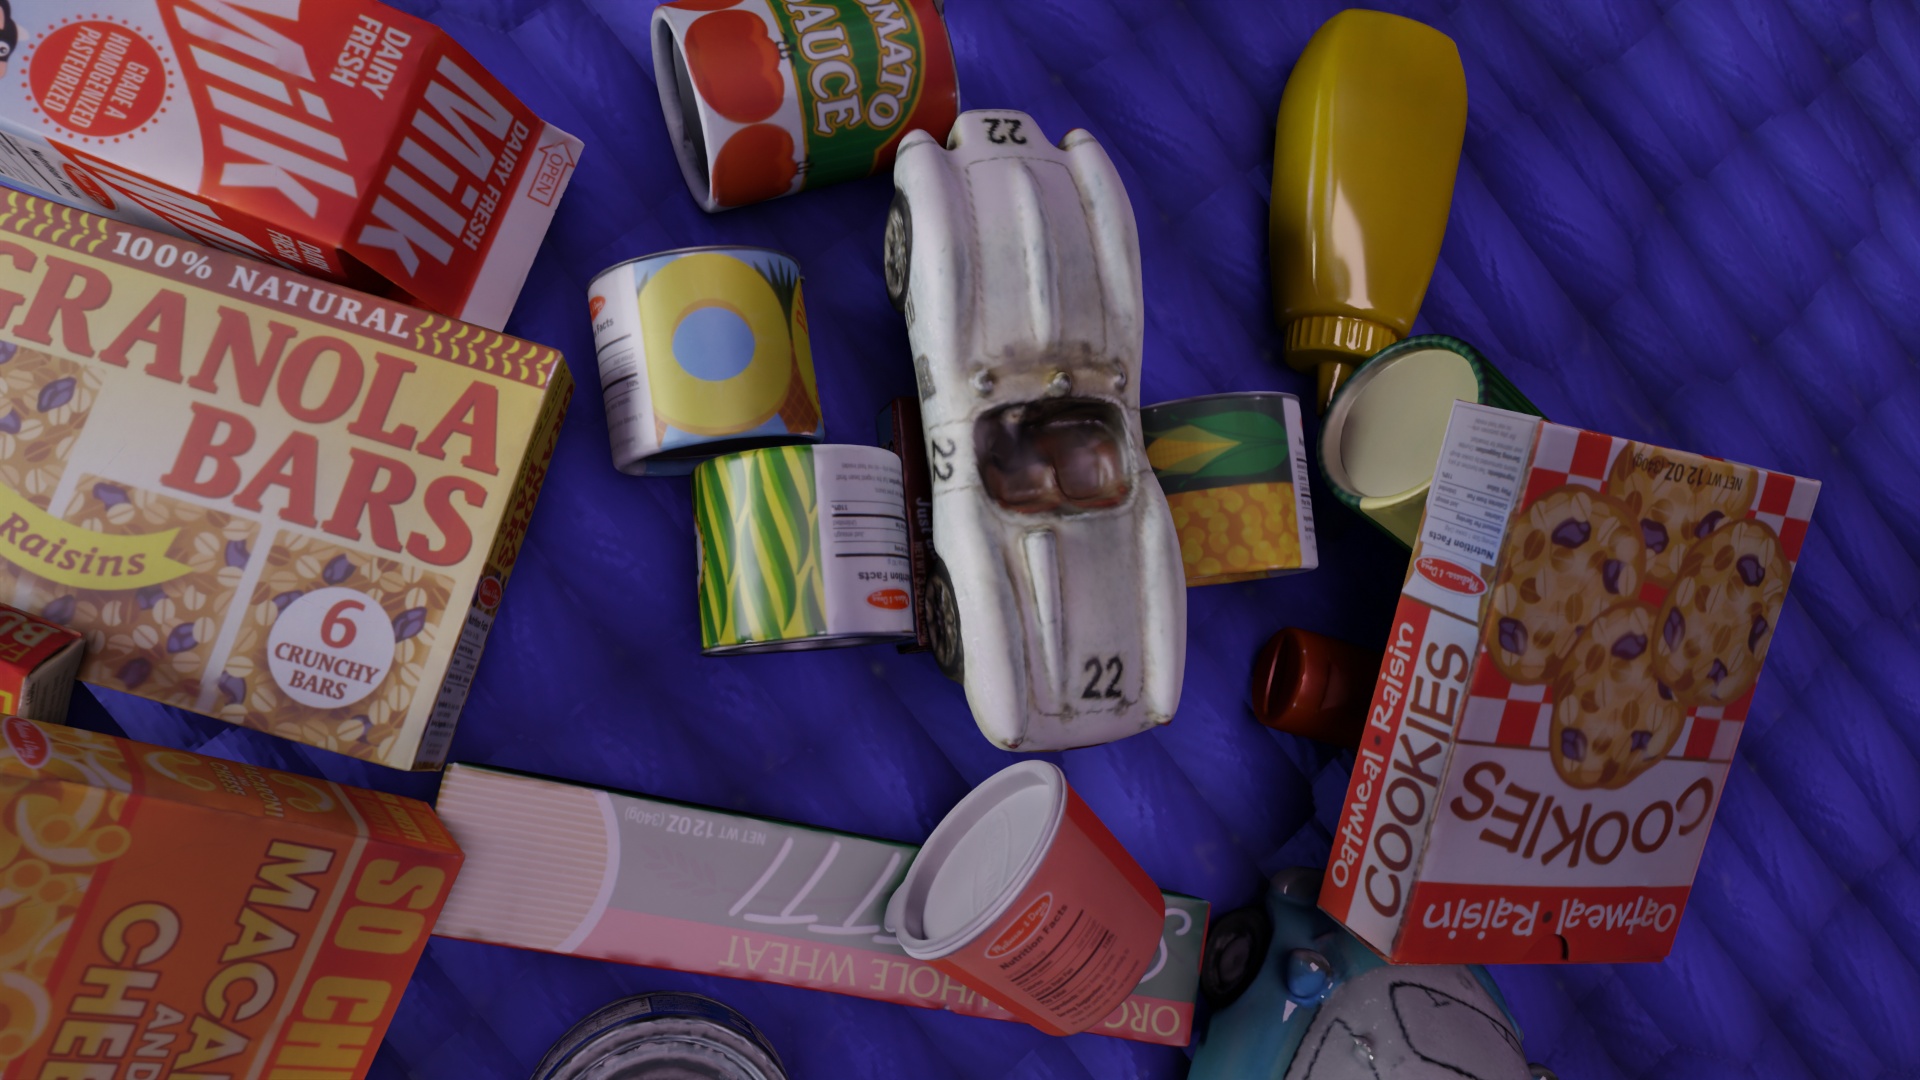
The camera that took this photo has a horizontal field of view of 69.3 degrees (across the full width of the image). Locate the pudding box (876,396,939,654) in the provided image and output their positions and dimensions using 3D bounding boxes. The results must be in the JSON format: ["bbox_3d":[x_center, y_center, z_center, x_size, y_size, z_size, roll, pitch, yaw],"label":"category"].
[{"bbox_3d":[0.002,-0.006,0.465,0.050,0.030,0.084,-3,83,-17],"label":"pudding box"}]

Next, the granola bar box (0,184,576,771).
[{"bbox_3d":[-0.209,-0.016,0.390,0.166,0.039,0.124,16,78,-4],"label":"granola bar box"}]

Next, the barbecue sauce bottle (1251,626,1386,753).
[{"bbox_3d":[0.178,0.066,0.498,0.148,0.043,0.065,16,84,-13],"label":"barbecue sauce bottle"}]

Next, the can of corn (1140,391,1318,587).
[{"bbox_3d":[0.082,-0.015,0.472,0.071,0.071,0.058,-4,84,-16],"label":"can of corn"}]

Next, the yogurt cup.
[{"bbox_3d":[0.023,0.107,0.407,0.054,0.072,0.072,43,74,-15],"label":"yogurt cup"}]

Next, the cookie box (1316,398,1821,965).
[{"bbox_3d":[0.191,0.050,0.437,0.123,0.040,0.167,8,100,-25],"label":"cookie box"}]

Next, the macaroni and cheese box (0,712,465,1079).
[{"bbox_3d":[-0.225,0.108,0.331,0.166,0.040,0.123,25,89,-42],"label":"macaroni and cheese box"}]

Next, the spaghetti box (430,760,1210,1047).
[{"bbox_3d":[-0.040,0.116,0.437,0.250,0.028,0.050,13,78,-14],"label":"spaghetti box"}]

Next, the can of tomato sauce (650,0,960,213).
[{"bbox_3d":[-0.050,-0.147,0.449,0.083,0.071,0.071,-18,88,-17],"label":"can of tomato sauce"}]

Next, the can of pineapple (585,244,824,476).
[{"bbox_3d":[-0.077,-0.054,0.431,0.071,0.071,0.058,-8,86,-17],"label":"can of pineapple"}]

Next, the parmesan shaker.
[{"bbox_3d":[0.181,-0.021,0.479,0.103,0.071,0.071,31,75,-33],"label":"parmesan shaker"}]

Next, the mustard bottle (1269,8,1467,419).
[{"bbox_3d":[0.144,-0.111,0.510,0.065,0.048,0.160,13,80,-11],"label":"mustard bottle"}]

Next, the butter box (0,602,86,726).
[{"bbox_3d":[-0.263,0.059,0.355,0.053,0.024,0.103,22,114,-8],"label":"butter box"}]

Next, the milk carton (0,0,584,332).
[{"bbox_3d":[-0.213,-0.124,0.398,0.190,0.073,0.072,21,77,-12],"label":"milk carton"}]

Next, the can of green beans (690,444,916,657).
[{"bbox_3d":[-0.049,0.004,0.431,0.071,0.071,0.058,-3,83,-16],"label":"can of green beans"}]
